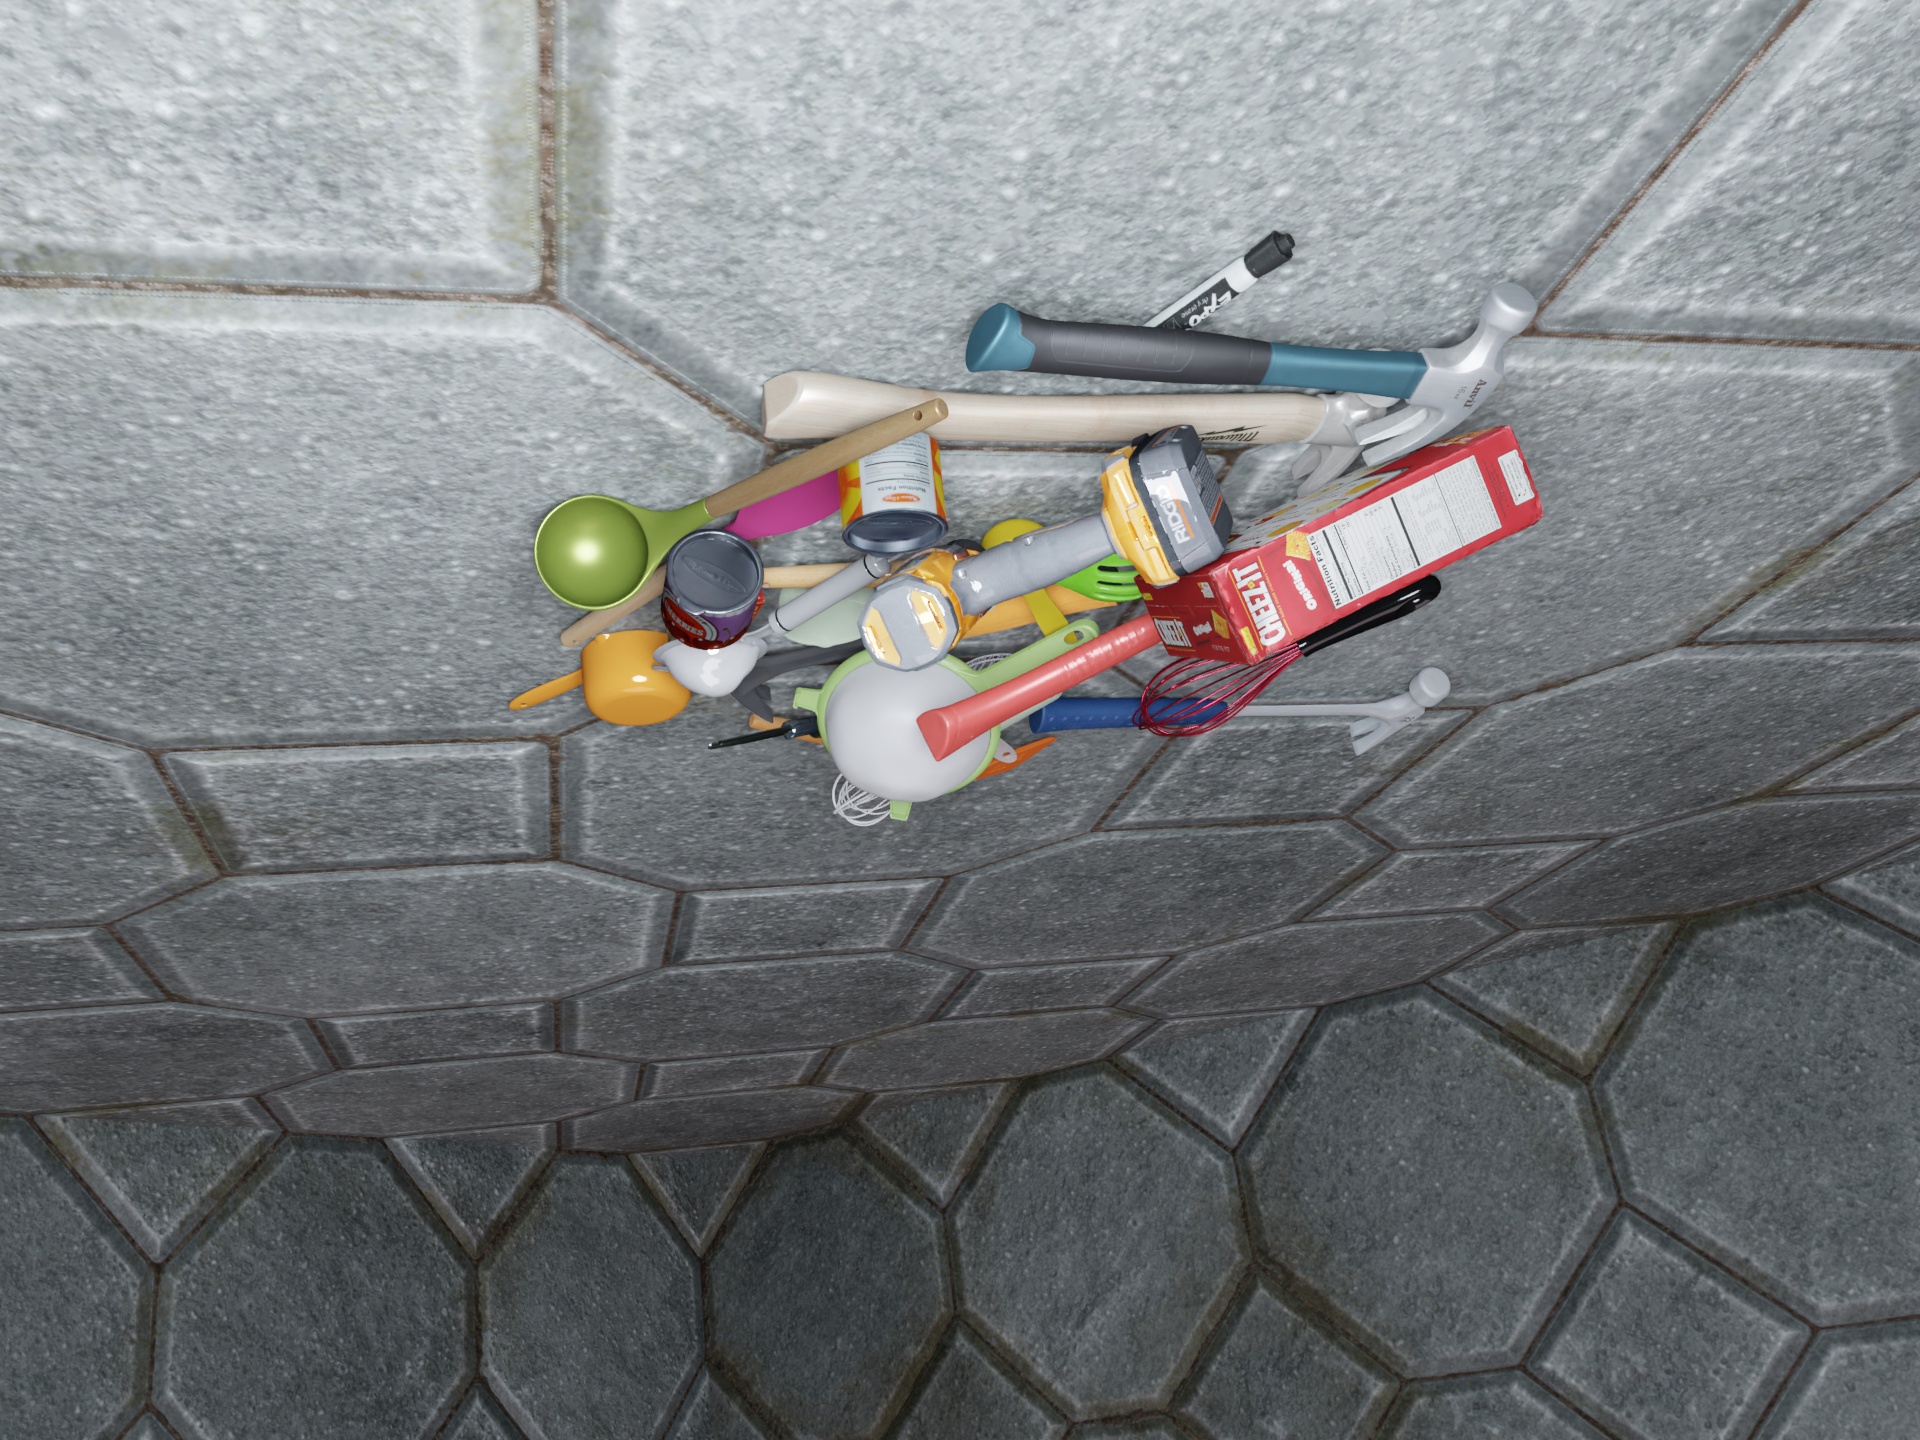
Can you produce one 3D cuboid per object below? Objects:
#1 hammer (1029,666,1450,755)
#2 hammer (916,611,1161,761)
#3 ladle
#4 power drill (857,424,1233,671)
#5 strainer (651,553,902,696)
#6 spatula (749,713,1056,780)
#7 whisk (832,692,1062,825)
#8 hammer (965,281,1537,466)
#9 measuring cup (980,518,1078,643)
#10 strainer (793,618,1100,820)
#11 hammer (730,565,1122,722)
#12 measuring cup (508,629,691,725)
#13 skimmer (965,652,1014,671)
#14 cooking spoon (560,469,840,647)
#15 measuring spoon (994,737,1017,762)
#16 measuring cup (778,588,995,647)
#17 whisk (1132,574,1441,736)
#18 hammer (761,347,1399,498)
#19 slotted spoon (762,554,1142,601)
[{"bbox_3d":[0.261,-0.006,1.537,0.405,0.035,0.144,-1,156,-17],"label":"hammer"},{"bbox_3d":[0.135,-0.062,1.187,0.359,0.037,0.149,-27,165,-2],"label":"hammer"},{"bbox_3d":[-0.144,-0.141,0.997,0.320,0.078,0.062,-16,-179,33],"label":"ladle"},{"bbox_3d":[0.056,-0.111,1.023,0.226,0.084,0.185,-22,-168,18],"label":"power drill"},{"bbox_3d":[-0.137,-0.068,1.162,0.258,0.050,0.086,-27,157,33],"label":"strainer"},{"bbox_3d":[-0.054,0.021,1.514,0.322,0.041,0.081,12,149,-32],"label":"spatula"},{"bbox_3d":[-0.013,0.025,1.454,0.246,0.058,0.059,-30,175,11],"label":"whisk"},{"bbox_3d":[0.167,-0.214,0.944,0.331,0.033,0.128,1,143,-14],"label":"hammer"},{"bbox_3d":[0.060,-0.100,1.217,0.062,0.029,0.156,-15,145,16],"label":"measuring cup"},{"bbox_3d":[-0.002,-0.004,1.249,0.256,0.069,0.151,-27,118,24],"label":"strainer"},{"bbox_3d":[-0.032,-0.069,1.291,0.337,0.034,0.127,-13,156,11],"label":"hammer"},{"bbox_3d":[-0.297,-0.018,1.295,0.173,0.052,0.095,-19,155,20],"label":"measuring cup"},{"bbox_3d":[0.139,-0.032,1.363,0.363,0.090,0.127,-11,-173,2],"label":"skimmer"},{"bbox_3d":[-0.188,-0.118,1.140,0.319,0.017,0.068,-26,153,35],"label":"cooking spoon"},{"bbox_3d":[0.019,0.010,1.496,0.034,0.018,0.124,-30,143,16],"label":"measuring spoon"},{"bbox_3d":[-0.057,-0.094,1.220,0.167,0.038,0.083,-5,157,-11],"label":"measuring cup"},{"bbox_3d":[0.282,-0.058,1.400,0.296,0.073,0.073,-26,152,22],"label":"whisk"},{"bbox_3d":[0.076,-0.191,1.036,0.410,0.038,0.146,-2,158,-14],"label":"hammer"},{"bbox_3d":[0.001,-0.106,1.156,0.314,0.031,0.070,-1,143,1],"label":"slotted spoon"}]
